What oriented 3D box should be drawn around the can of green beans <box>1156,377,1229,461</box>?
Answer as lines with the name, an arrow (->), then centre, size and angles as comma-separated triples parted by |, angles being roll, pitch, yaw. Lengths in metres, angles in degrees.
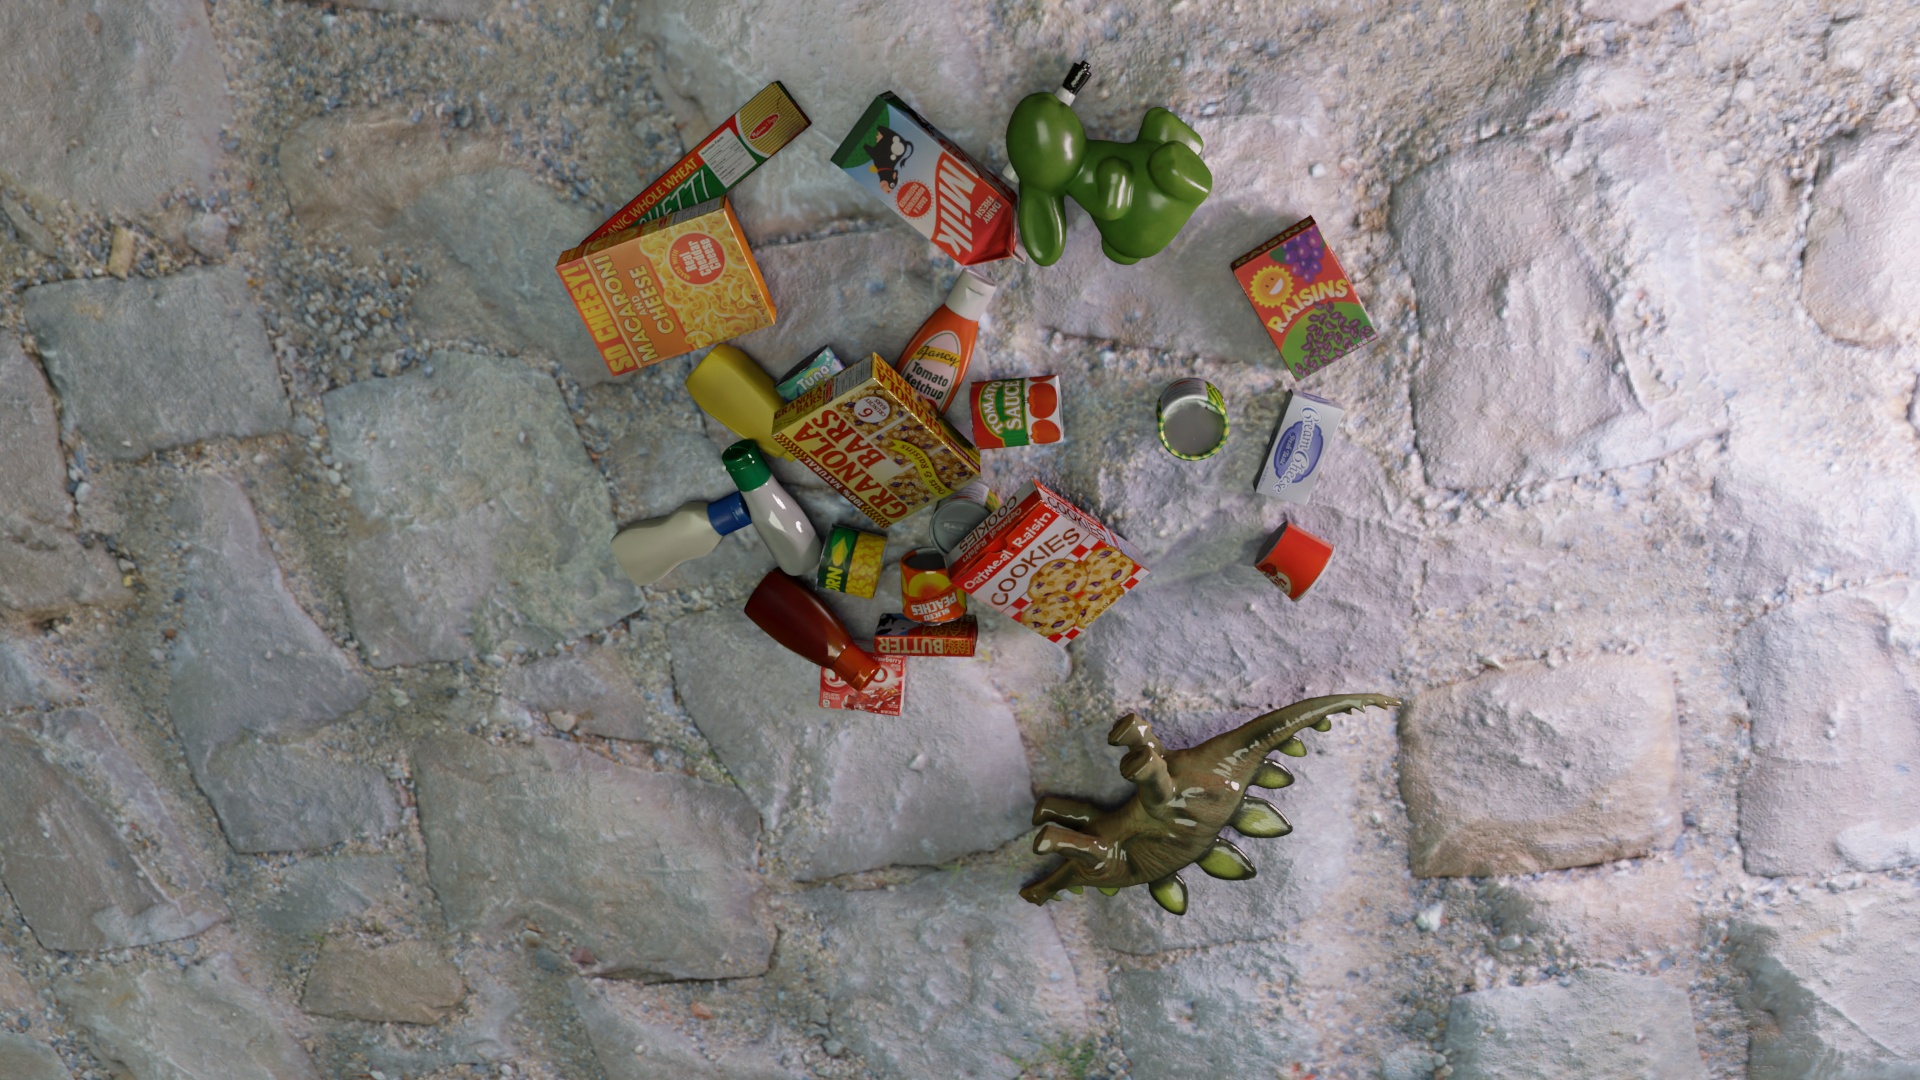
can of green beans -> 0.219, -0.114, 1.311 | 0.071, 0.058, 0.071 | 2, 112, 5

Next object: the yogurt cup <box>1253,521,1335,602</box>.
yogurt cup -> 0.323, 0.018, 1.350 | 0.054, 0.072, 0.072 | 35, 112, 1

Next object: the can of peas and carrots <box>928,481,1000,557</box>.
can of peas and carrots -> 0.005, -0.017, 1.372 | 0.071, 0.059, 0.070 | 2, 113, 6

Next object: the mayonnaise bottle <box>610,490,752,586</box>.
mayonnaise bottle -> -0.280, -0.007, 1.418 | 0.148, 0.041, 0.064 | -23, 108, 13

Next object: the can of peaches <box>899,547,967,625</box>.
can of peaches -> -0.027, 0.045, 1.394 | 0.071, 0.071, 0.057 | 0, 111, 6

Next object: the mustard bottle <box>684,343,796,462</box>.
mustard bottle -> -0.192, -0.121, 1.358 | 0.160, 0.049, 0.065 | 42, 116, -11

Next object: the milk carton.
milk carton -> -0.015, -0.314, 1.249 | 0.190, 0.072, 0.073 | 37, 111, -9

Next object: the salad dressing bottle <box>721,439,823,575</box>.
salad dressing bottle -> -0.186, -0.032, 1.373 | 0.064, 0.044, 0.147 | 13, 140, 43

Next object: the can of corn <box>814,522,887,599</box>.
can of corn -> -0.109, 0.023, 1.395 | 0.058, 0.071, 0.071 | 14, 113, 0

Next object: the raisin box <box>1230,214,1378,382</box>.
raisin box -> 0.314, -0.220, 1.269 | 0.086, 0.040, 0.123 | -29, 107, 17

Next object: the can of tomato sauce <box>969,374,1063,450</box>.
can of tomato sauce -> 0.053, -0.122, 1.319 | 0.083, 0.071, 0.071 | -4, 111, 7

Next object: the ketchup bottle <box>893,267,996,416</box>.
ketchup bottle -> -0.016, -0.185, 1.316 | 0.065, 0.044, 0.148 | 26, 112, -9

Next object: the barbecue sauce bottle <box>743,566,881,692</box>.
barbecue sauce bottle -> -0.148, 0.095, 1.419 | 0.148, 0.044, 0.064 | 39, 109, 9

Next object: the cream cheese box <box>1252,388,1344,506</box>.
cream cheese box -> 0.323, -0.089, 1.328 | 0.053, 0.024, 0.103 | 16, 113, -2

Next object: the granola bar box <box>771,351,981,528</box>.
granola bar box -> -0.078, -0.092, 1.319 | 0.124, 0.039, 0.165 | -27, 133, 26

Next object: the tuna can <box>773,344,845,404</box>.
tuna can -> -0.143, -0.154, 1.327 | 0.071, 0.071, 0.032 | -33, 106, 17

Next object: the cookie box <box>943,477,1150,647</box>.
cookie box -> 0.085, 0.025, 1.351 | 0.122, 0.040, 0.167 | -43, 129, 20

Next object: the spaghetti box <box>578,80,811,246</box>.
spaghetti box -> -0.249, -0.331, 1.291 | 0.249, 0.029, 0.050 | -34, 105, 17

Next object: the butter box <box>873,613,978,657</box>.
butter box -> -0.035, 0.097, 1.425 | 0.103, 0.053, 0.024 | 1, 114, 6

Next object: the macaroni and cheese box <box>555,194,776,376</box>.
macaroni and cheese box -> -0.274, -0.237, 1.304 | 0.166, 0.040, 0.123 | -17, 123, 6
